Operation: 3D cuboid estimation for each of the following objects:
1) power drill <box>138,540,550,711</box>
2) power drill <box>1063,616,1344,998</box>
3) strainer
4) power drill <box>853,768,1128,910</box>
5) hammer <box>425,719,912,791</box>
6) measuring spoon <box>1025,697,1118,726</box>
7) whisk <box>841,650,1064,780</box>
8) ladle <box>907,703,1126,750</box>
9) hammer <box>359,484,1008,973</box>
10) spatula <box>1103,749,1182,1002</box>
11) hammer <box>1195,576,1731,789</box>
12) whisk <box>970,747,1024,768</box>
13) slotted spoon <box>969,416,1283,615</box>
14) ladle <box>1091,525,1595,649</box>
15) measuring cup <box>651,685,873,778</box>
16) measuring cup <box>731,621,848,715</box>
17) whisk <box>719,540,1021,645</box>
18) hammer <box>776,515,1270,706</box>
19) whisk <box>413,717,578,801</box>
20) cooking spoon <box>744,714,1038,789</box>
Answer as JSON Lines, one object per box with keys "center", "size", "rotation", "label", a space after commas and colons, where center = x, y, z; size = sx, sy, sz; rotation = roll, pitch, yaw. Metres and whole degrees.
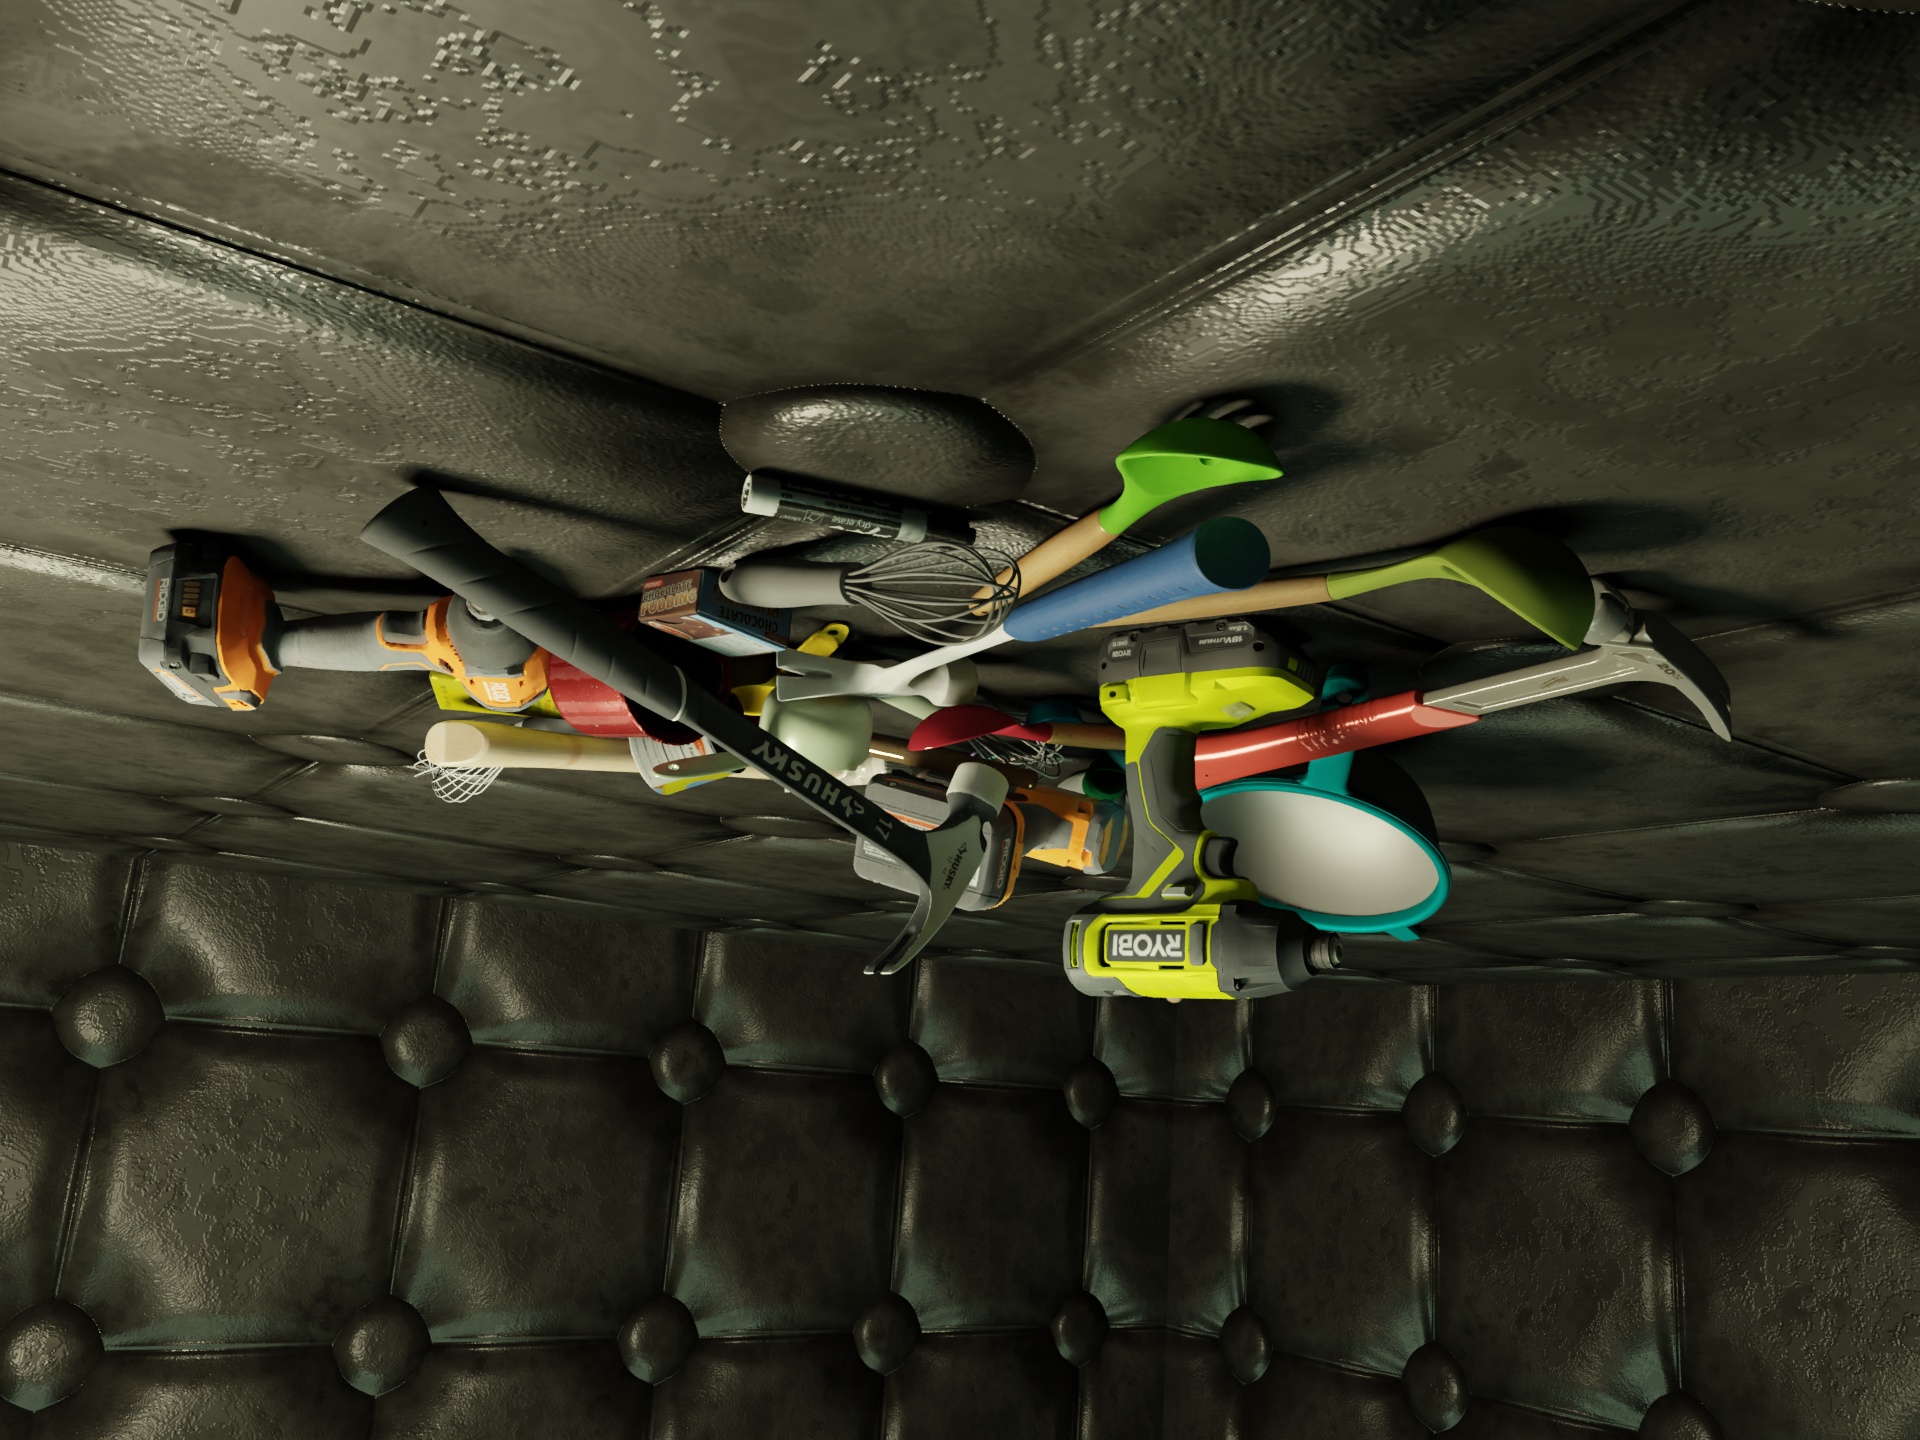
{"center": [-0.368, -0.056, 0.972], "size": [0.226, 0.084, 0.164], "rotation": [2, 166, -12], "label": "power drill"}
{"center": [0.152, 0.057, 0.972], "size": [0.171, 0.223, 0.080], "rotation": [-6, 164, 35], "label": "power drill"}
{"center": [0.273, 0.037, 1.180], "size": [0.211, 0.095, 0.340], "rotation": [13, 148, 14], "label": "strainer"}
{"center": [0.005, 0.077, 1.216], "size": [0.185, 0.084, 0.226], "rotation": [14, -171, 28], "label": "power drill"}
{"center": [-0.229, 0.030, 1.246], "size": [0.146, 0.038, 0.410], "rotation": [-6, 172, 42], "label": "hammer"}
{"center": [0.098, -0.003, 1.196], "size": [0.128, 0.021, 0.042], "rotation": [4, 160, -43], "label": "measuring spoon"}
{"center": [-0.002, -0.004, 1.160], "size": [0.058, 0.059, 0.246], "rotation": [-43, 141, 19], "label": "whisk"}
{"center": [0.077, 0.011, 1.135], "size": [0.069, 0.031, 0.315], "rotation": [-9, 172, 39], "label": "ladle"}
{"center": [-0.148, 0.000, 0.898], "size": [0.408, 0.149, 0.036], "rotation": [35, 154, -26], "label": "hammer"}
{"center": [0.134, 0.099, 1.131], "size": [0.044, 0.318, 0.082], "rotation": [-37, 111, 21], "label": "spatula"}
{"center": [0.279, 0.002, 0.995], "size": [0.149, 0.037, 0.359], "rotation": [31, 150, -31], "label": "hammer"}
{"center": [0.001, 0.062, 1.430], "size": [0.047, 0.051, 0.245], "rotation": [3, 171, -22], "label": "whisk"}
{"center": [0.063, -0.094, 0.796], "size": [0.070, 0.031, 0.314], "rotation": [5, 169, -19], "label": "slotted spoon"}
{"center": [0.175, -0.058, 0.855], "size": [0.320, 0.062, 0.078], "rotation": [-4, 168, 39], "label": "ladle"}
{"center": [-0.126, 0.007, 1.024], "size": [0.167, 0.038, 0.083], "rotation": [-12, -145, -45], "label": "measuring cup"}
{"center": [-0.116, -0.044, 1.080], "size": [0.062, 0.029, 0.156], "rotation": [12, 153, -30], "label": "measuring cup"}
{"center": [-0.056, -0.069, 0.835], "size": [0.055, 0.055, 0.239], "rotation": [16, 174, -42], "label": "whisk"}
{"center": [0.025, -0.049, 0.880], "size": [0.144, 0.035, 0.405], "rotation": [1, 173, -26], "label": "hammer"}
{"center": [-0.377, 0.015, 1.327], "size": [0.070, 0.070, 0.284], "rotation": [16, 157, -41], "label": "whisk"}
{"center": [-0.096, 0.012, 1.194], "size": [0.319, 0.017, 0.068], "rotation": [12, 175, 14], "label": "cooking spoon"}
